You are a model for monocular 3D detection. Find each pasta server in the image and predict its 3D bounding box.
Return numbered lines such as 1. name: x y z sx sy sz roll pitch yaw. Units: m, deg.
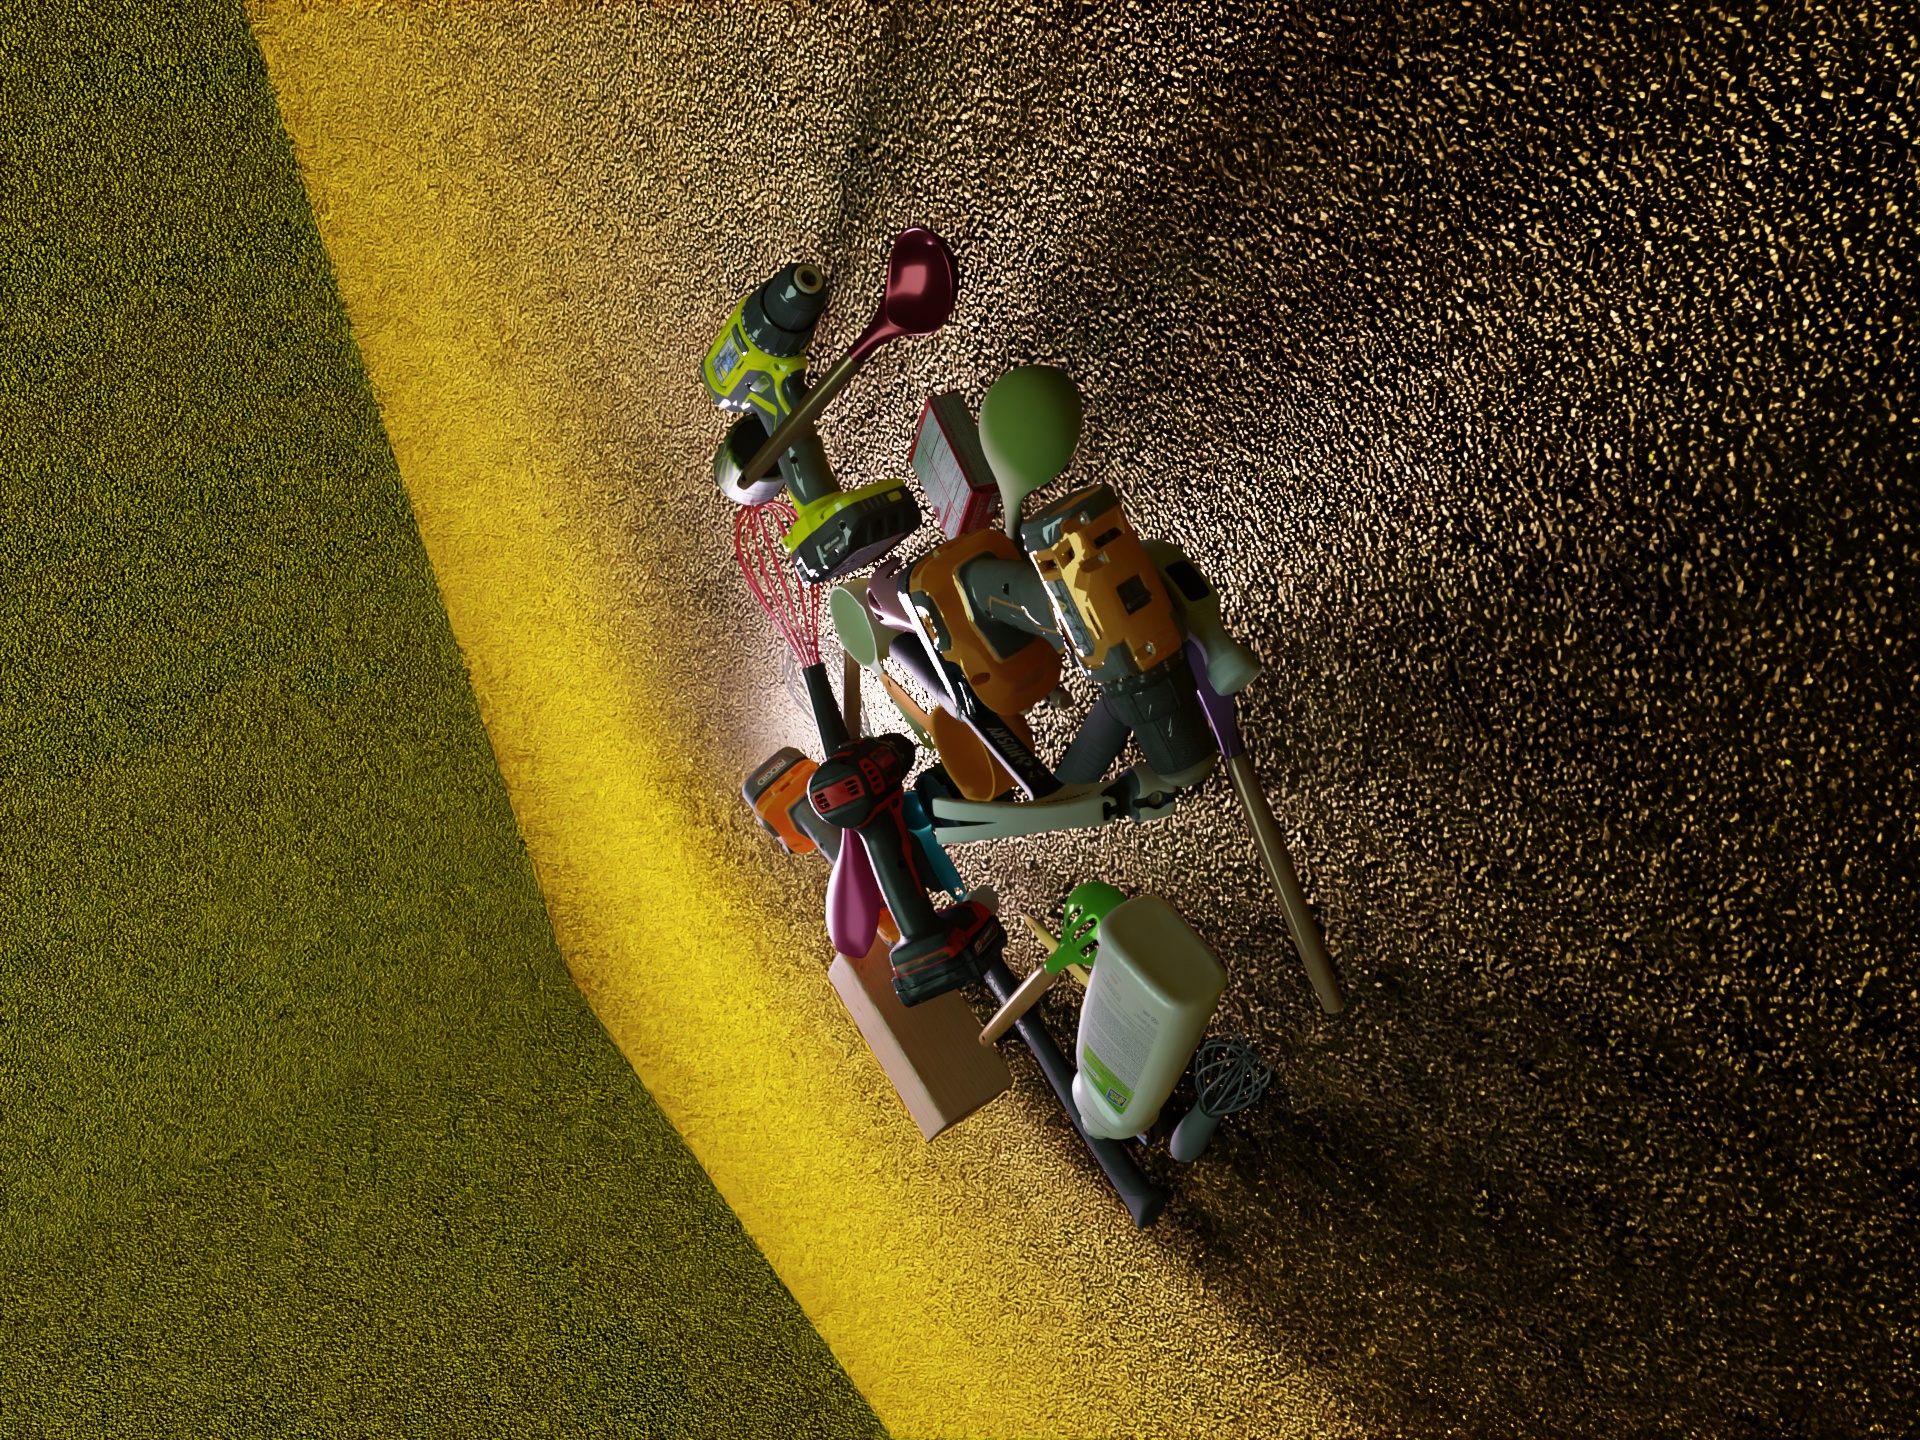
1. pasta server: 0.002 -0.064 1.223 0.316 0.040 0.060 32 143 55

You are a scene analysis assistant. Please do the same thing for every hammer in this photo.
1. hammer: 0.084 0.317 1.474 0.335 0.035 0.146 56 154 14
2. hammer: 0.109 -0.010 1.080 0.128 0.033 0.330 61 159 18
3. hammer: 0.009 -0.001 1.150 0.409 0.149 0.036 -133 35 -66

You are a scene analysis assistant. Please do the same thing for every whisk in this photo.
1. whisk: -0.088 0.041 1.522 0.284 0.070 0.070 61 156 -5
2. whisk: -0.140 -0.067 1.450 0.073 0.073 0.296 -25 82 66
3. whisk: 0.192 0.300 1.231 0.055 0.055 0.238 52 157 24

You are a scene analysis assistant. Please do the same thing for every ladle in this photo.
1. ladle: 0.051 -0.113 1.119 0.078 0.062 0.319 52 161 34
2. ladle: -0.089 -0.251 1.163 0.315 0.031 0.069 -36 78 47

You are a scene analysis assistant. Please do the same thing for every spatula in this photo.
1. spatula: 0.187 0.045 1.020 0.060 0.018 0.316 -3 111 67

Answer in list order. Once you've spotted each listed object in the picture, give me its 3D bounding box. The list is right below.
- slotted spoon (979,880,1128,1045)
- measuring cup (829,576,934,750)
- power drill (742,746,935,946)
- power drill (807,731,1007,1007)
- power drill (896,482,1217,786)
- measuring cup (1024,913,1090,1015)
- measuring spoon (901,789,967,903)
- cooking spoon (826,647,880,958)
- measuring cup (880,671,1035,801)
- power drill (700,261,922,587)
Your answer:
1. slotted spoon: 0.071 0.223 1.364 0.070 0.031 0.313 62 150 20
2. measuring cup: -0.056 -0.051 1.384 0.168 0.038 0.083 58 155 8
3. power drill: -0.112 0.142 1.617 0.227 0.084 0.164 42 169 33
4. power drill: -0.045 0.116 1.397 0.226 0.080 0.188 64 -163 -3
5. power drill: 0.064 -0.045 0.997 0.185 0.084 0.226 62 157 -12
6. measuring cup: 0.095 0.226 1.364 0.157 0.029 0.062 46 150 31
7. measuring spoon: -0.023 0.118 1.507 0.042 0.021 0.128 -20 109 23
8. cooking spoon: -0.102 0.066 1.481 0.069 0.017 0.319 8 101 39
9. measuring cup: -0.002 -0.004 1.307 0.174 0.052 0.095 42 148 42
10. power drill: -0.121 -0.239 1.279 0.190 0.080 0.228 -28 87 61
